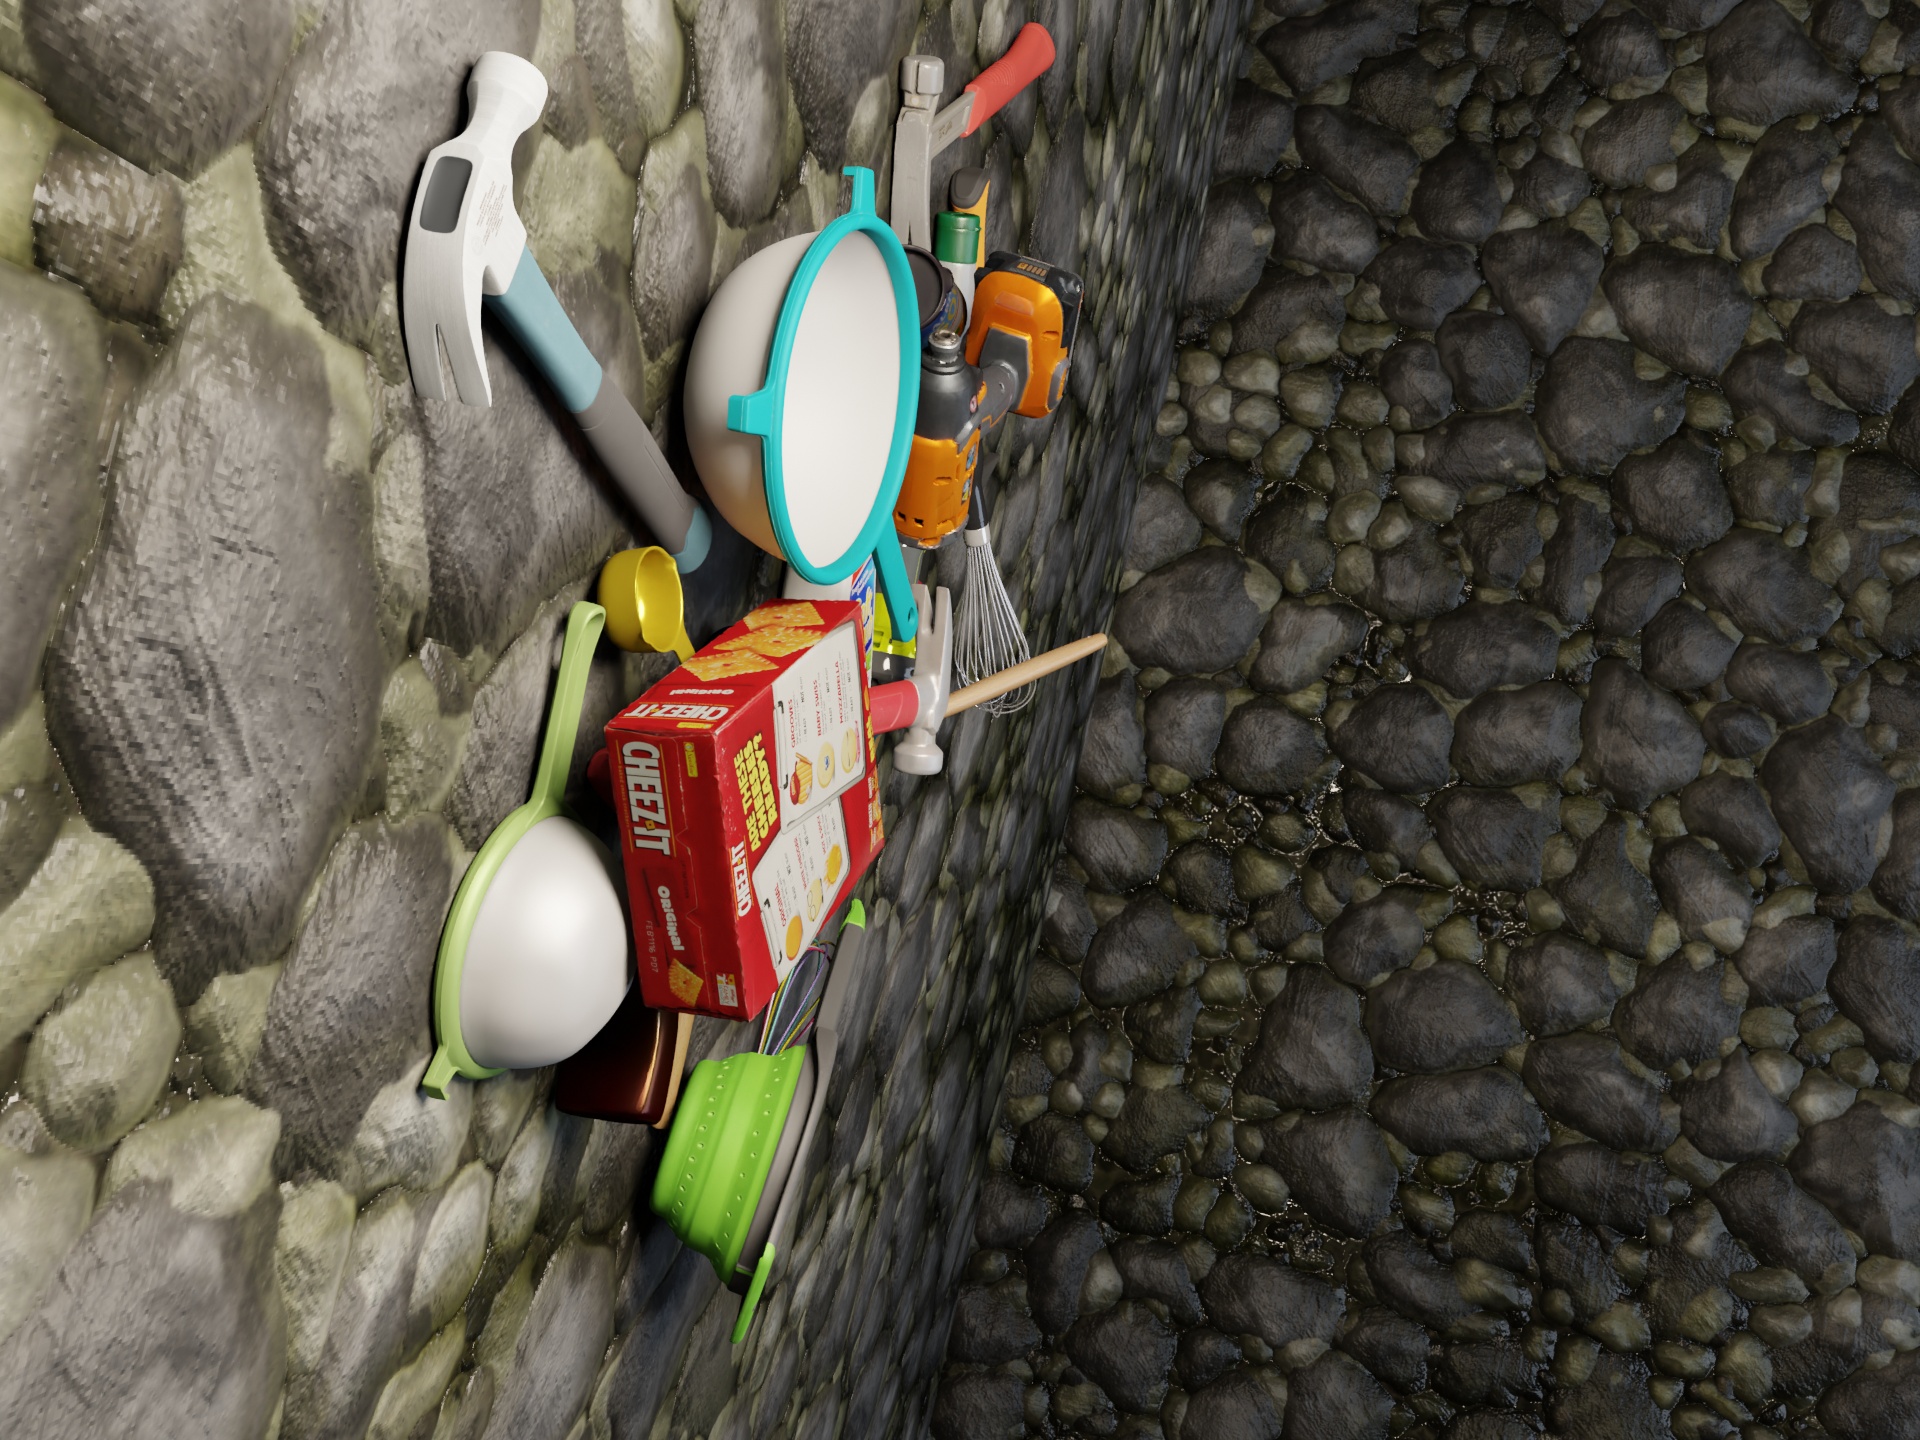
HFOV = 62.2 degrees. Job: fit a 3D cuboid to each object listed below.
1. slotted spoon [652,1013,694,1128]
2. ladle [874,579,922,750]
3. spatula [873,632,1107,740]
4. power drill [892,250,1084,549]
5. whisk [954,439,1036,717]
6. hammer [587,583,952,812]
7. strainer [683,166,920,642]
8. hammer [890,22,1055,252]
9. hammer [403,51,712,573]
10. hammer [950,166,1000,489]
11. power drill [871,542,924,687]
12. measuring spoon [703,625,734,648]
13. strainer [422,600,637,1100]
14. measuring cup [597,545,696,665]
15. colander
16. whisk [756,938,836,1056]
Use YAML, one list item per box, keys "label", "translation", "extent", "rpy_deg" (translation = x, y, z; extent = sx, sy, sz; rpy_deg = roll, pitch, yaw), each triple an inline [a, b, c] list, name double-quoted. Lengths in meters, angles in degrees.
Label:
- label: "slotted spoon"
  translation: [-0.178, 0.133, 1.092]
  extent: [0.070, 0.031, 0.313]
  rpy_deg: [-33, 136, -77]
- label: "ladle"
  translation: [-0.080, 0.010, 1.431]
  extent: [0.069, 0.031, 0.315]
  rpy_deg: [77, 30, -66]
- label: "spatula"
  translation: [-0.002, -0.004, 1.298]
  extent: [0.317, 0.082, 0.044]
  rpy_deg: [-24, 101, -27]
- label: "power drill"
  translation: [0.014, -0.249, 1.150]
  extent: [0.164, 0.084, 0.227]
  rpy_deg: [98, 17, -47]
- label: "whisk"
  translation: [0.018, -0.127, 1.322]
  extent: [0.070, 0.070, 0.284]
  rpy_deg: [-61, 149, -53]
- label: "hammer"
  translation: [-0.106, -0.010, 1.047]
  extent: [0.386, 0.038, 0.143]
  rpy_deg: [-15, 111, -62]
- label: "strainer"
  translation: [-0.093, -0.156, 0.978]
  extent: [0.340, 0.095, 0.211]
  rpy_deg: [76, 30, -58]
- label: "hammer"
  translation: [0.016, -0.501, 1.310]
  extent: [0.359, 0.037, 0.149]
  rpy_deg: [-61, 161, -52]
- label: "hammer"
  translation: [-0.177, -0.155, 0.765]
  extent: [0.330, 0.033, 0.128]
  rpy_deg: [68, 35, -70]
- label: "hammer"
  translation: [0.008, -0.342, 1.451]
  extent: [0.127, 0.034, 0.336]
  rpy_deg: [-65, 163, -44]
- label: "power drill"
  translation: [-0.044, -0.128, 1.334]
  extent: [0.171, 0.080, 0.223]
  rpy_deg: [24, 76, -77]
- label: "measuring spoon"
  translation: [-0.154, -0.036, 1.063]
  extent: [0.128, 0.021, 0.042]
  rpy_deg: [85, 18, -82]
- label: "strainer"
  translation: [-0.195, 0.069, 0.826]
  extent: [0.151, 0.069, 0.256]
  rpy_deg: [-19, 122, -77]
- label: "measuring cup"
  translation: [-0.163, -0.031, 0.884]
  extent: [0.156, 0.029, 0.062]
  rpy_deg: [74, 19, -46]
- label: "colander"
  translation: [-0.150, 0.262, 1.199]
  extent: [0.397, 0.094, 0.204]
  rpy_deg: [-76, -175, -55]
- label: "whisk"
  translation: [-0.158, 0.282, 1.306]
  extent: [0.051, 0.047, 0.245]
  rpy_deg: [89, 21, -53]
